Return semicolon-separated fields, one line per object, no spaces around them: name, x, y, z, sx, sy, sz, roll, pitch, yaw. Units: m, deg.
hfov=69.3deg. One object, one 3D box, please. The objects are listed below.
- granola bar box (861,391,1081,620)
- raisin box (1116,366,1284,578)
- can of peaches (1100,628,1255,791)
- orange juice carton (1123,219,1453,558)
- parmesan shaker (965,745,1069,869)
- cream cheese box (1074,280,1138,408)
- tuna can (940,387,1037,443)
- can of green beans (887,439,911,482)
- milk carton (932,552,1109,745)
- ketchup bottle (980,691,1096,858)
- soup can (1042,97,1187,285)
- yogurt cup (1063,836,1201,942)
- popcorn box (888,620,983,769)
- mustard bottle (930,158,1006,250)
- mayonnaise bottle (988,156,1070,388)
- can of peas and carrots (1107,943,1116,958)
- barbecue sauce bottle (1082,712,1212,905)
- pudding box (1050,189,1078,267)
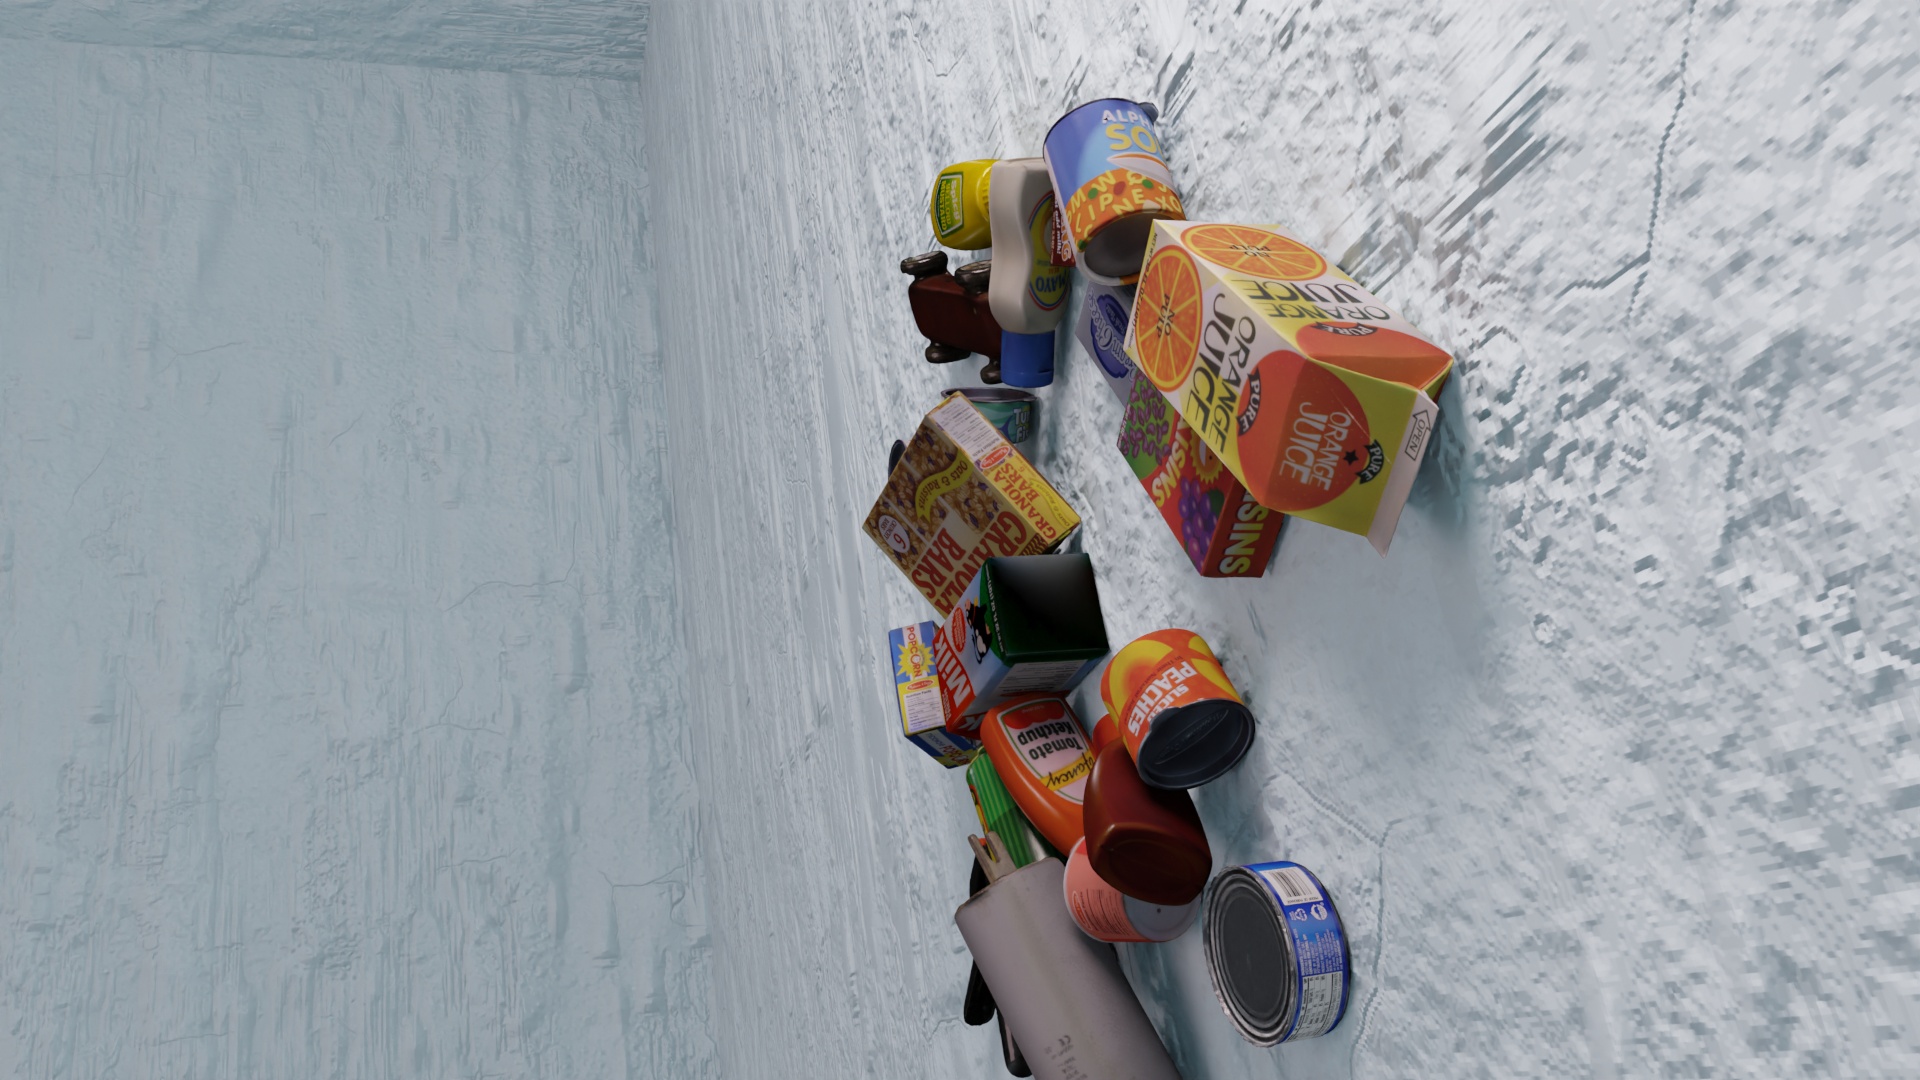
granola bar box;0.004;-0.012;0.994;0.124;0.039;0.164;47;147;8
raisin box;0.129;-0.050;0.725;0.124;0.040;0.085;-114;29;-50
can of peaches;0.113;0.088;0.736;0.058;0.071;0.070;-114;29;-50
orange juice carton;0.147;-0.073;0.614;0.193;0.073;0.071;-118;32;-52
parmesan shaker;0.047;0.193;0.940;0.103;0.071;0.071;-110;26;-43
cream cheese box;0.100;-0.120;0.824;0.104;0.024;0.053;-114;28;-48
tuna can;0.020;-0.090;1.005;0.071;0.071;0.032;-142;51;-66
can of green beans;-0.023;-0.051;1.144;0.071;0.058;0.071;179;89;-71
milk carton;0.032;0.081;0.970;0.189;0.073;0.072;120;143;-58
ketchup bottle;0.069;0.166;0.892;0.043;0.065;0.149;102;148;-42
soup can;0.090;-0.198;0.786;0.071;0.071;0.084;118;145;-56
yogurt cup;0.101;0.199;0.796;0.054;0.072;0.072;-15;77;62
popcorn box;-0.016;0.122;1.082;0.126;0.038;0.085;54;-157;-64
mustard bottle;0.021;-0.247;1.006;0.160;0.049;0.065;-163;70;-70
mayonnaise bottle;0.047;-0.177;0.922;0.041;0.065;0.147;20;118;40
can of peas and carrots;0.064;0.285;0.911;0.071;0.071;0.058;-111;26;-43
barbecue sauce bottle;0.097;0.141;0.770;0.149;0.065;0.043;-89;22;-72
pudding box;0.080;-0.211;0.866;0.050;0.030;0.083;-147;57;-67
